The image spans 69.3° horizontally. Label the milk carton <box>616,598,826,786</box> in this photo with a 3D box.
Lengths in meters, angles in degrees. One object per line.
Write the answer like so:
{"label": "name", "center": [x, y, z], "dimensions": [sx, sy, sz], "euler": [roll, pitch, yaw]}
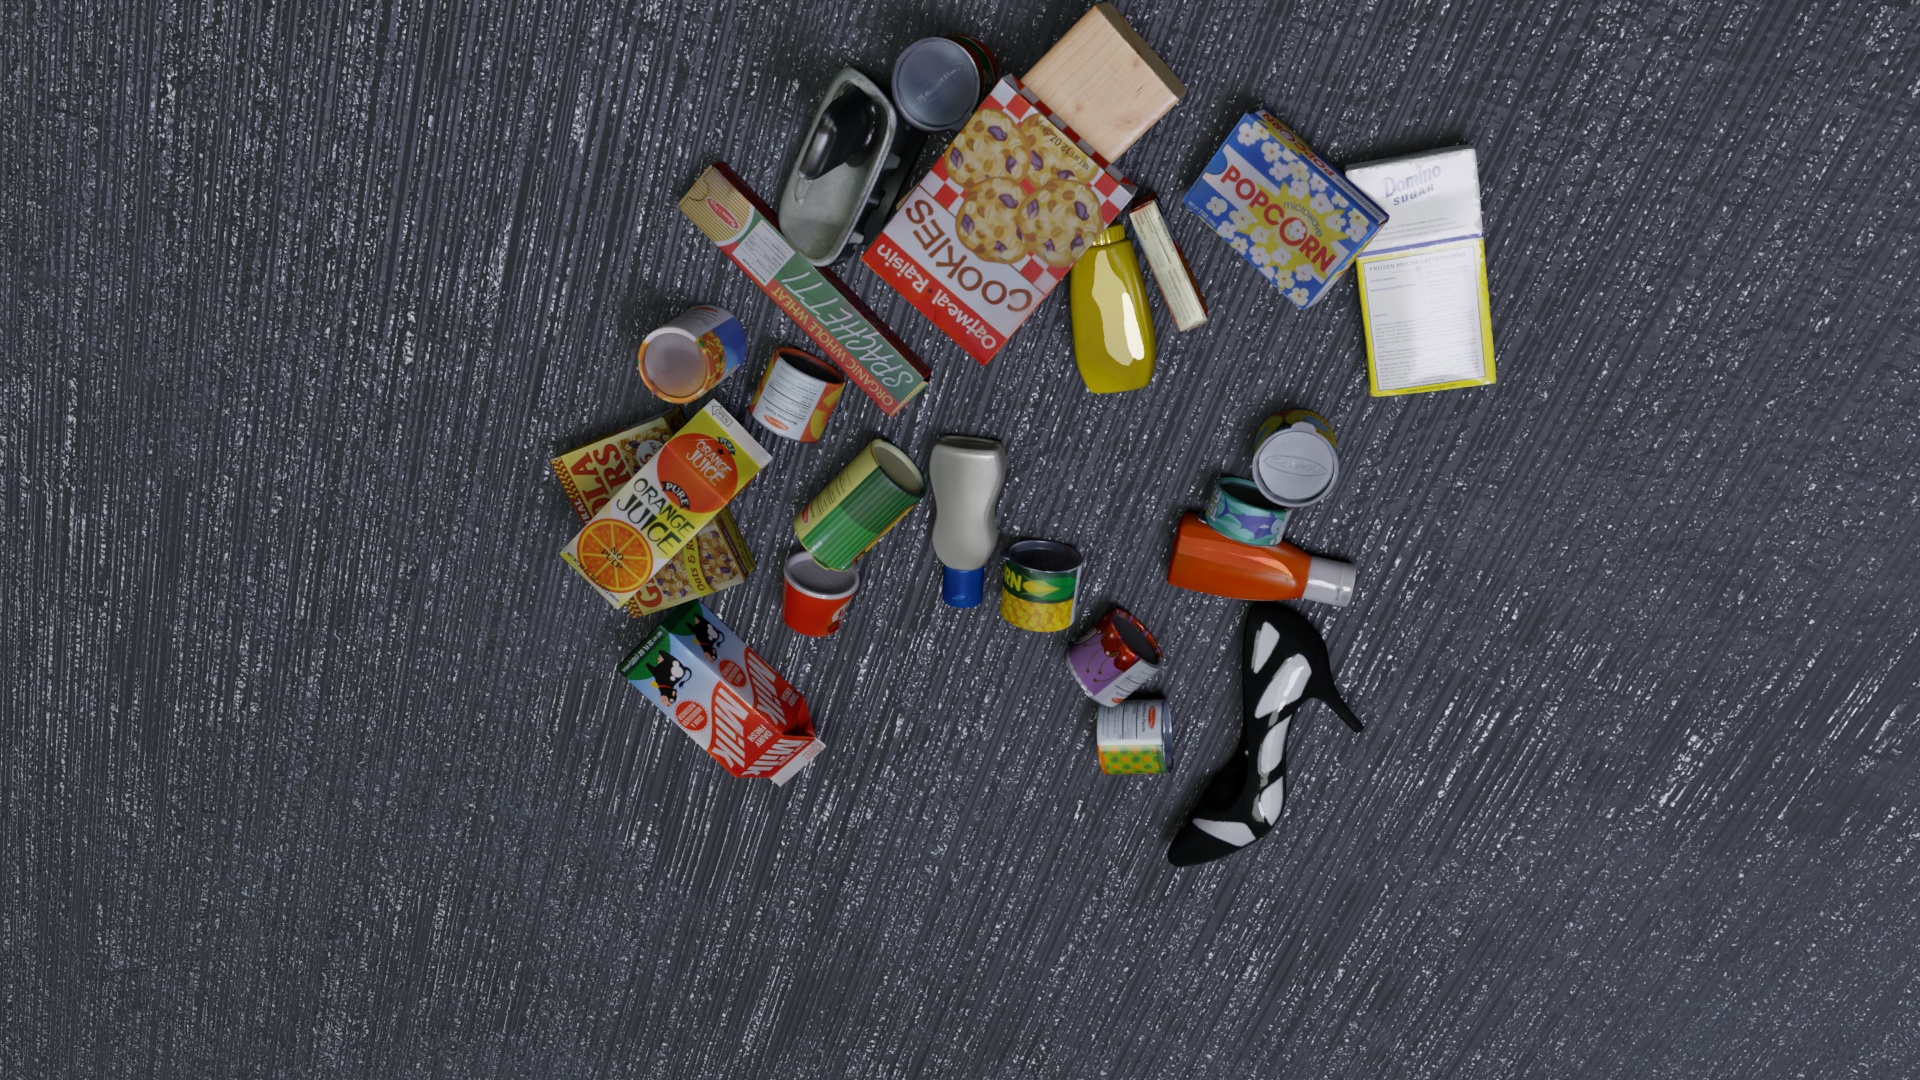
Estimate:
{"label": "milk carton", "center": [-0.216, 0.148, 1.295], "dimensions": [0.190, 0.074, 0.072], "euler": [44, 114, -7]}

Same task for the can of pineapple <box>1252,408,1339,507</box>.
{"label": "can of pineapple", "center": [0.267, -0.068, 1.104], "dimensions": [0.071, 0.058, 0.070], "euler": [4, 112, 11]}

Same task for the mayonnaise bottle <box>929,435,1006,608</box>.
{"label": "mayonnaise bottle", "center": [0.004, -0.015, 1.197], "dimensions": [0.065, 0.041, 0.147], "euler": [8, 114, 12]}

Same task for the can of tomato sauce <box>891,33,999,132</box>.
{"label": "can of tomato sauce", "center": [-0.008, -0.344, 1.044], "dimensions": [0.071, 0.083, 0.071], "euler": [5, 113, 11]}

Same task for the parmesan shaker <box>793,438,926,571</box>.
{"label": "parmesan shaker", "center": [-0.085, -0.029, 1.195], "dimensions": [0.071, 0.071, 0.102], "euler": [45, 114, -7]}

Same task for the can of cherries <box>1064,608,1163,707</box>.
{"label": "can of cherries", "center": [0.132, 0.099, 1.200], "dimensions": [0.071, 0.072, 0.058], "euler": [43, 114, -6]}

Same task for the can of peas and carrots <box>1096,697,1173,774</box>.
{"label": "can of peas and carrots", "center": [0.155, 0.174, 1.224], "dimensions": [0.059, 0.071, 0.070], "euler": [-4, 111, 15]}

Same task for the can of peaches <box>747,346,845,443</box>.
{"label": "can of peaches", "center": [-0.138, -0.124, 1.172], "dimensions": [0.071, 0.071, 0.058], "euler": [28, 110, 1]}

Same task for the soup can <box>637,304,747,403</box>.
{"label": "soup can", "center": [-0.224, -0.155, 1.170], "dimensions": [0.071, 0.084, 0.071], "euler": [5, 113, 11]}

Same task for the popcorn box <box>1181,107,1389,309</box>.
{"label": "popcorn box", "center": [0.239, -0.244, 1.025], "dimensions": [0.127, 0.038, 0.084], "euler": [45, 132, 9]}

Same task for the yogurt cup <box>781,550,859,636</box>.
{"label": "yogurt cup", "center": [-0.129, 0.049, 1.242], "dimensions": [0.072, 0.073, 0.053], "euler": [20, 123, 5]}

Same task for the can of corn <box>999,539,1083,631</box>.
{"label": "can of corn", "center": [0.066, 0.038, 1.188], "dimensions": [0.071, 0.071, 0.058], "euler": [10, 114, 9]}

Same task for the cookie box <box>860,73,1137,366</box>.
{"label": "cookie box", "center": [0.026, -0.229, 1.005], "dimensions": [0.123, 0.040, 0.167], "euler": [40, 115, -6]}

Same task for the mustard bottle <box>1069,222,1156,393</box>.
{"label": "mustard bottle", "center": [0.116, -0.198, 1.093], "dimensions": [0.065, 0.049, 0.159], "euler": [-4, 109, 14]}

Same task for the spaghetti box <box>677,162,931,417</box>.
{"label": "spaghetti box", "center": [-0.127, -0.207, 1.157], "dimensions": [0.250, 0.029, 0.050], "euler": [45, 114, -7]}

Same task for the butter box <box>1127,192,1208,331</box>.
{"label": "butter box", "center": [0.161, -0.215, 1.074], "dimensions": [0.024, 0.053, 0.103], "euler": [-23, 105, 18]}

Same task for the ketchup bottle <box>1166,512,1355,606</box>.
{"label": "ketchup bottle", "center": [0.250, 0.022, 1.152], "dimensions": [0.149, 0.044, 0.064], "euler": [13, 120, 8]}

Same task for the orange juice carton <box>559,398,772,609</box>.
{"label": "orange juice carton", "center": [-0.246, -0.035, 1.186], "dimensions": [0.192, 0.073, 0.072], "euler": [-41, 98, 22]}

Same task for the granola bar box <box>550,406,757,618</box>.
{"label": "granola bar box", "center": [-0.277, -0.024, 1.259], "dimensions": [0.124, 0.039, 0.165], "euler": [-19, 106, 18]}

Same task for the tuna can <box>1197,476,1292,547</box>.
{"label": "tuna can", "center": [0.231, -0.024, 1.126], "dimensions": [0.071, 0.071, 0.032], "euler": [18, 113, 6]}
